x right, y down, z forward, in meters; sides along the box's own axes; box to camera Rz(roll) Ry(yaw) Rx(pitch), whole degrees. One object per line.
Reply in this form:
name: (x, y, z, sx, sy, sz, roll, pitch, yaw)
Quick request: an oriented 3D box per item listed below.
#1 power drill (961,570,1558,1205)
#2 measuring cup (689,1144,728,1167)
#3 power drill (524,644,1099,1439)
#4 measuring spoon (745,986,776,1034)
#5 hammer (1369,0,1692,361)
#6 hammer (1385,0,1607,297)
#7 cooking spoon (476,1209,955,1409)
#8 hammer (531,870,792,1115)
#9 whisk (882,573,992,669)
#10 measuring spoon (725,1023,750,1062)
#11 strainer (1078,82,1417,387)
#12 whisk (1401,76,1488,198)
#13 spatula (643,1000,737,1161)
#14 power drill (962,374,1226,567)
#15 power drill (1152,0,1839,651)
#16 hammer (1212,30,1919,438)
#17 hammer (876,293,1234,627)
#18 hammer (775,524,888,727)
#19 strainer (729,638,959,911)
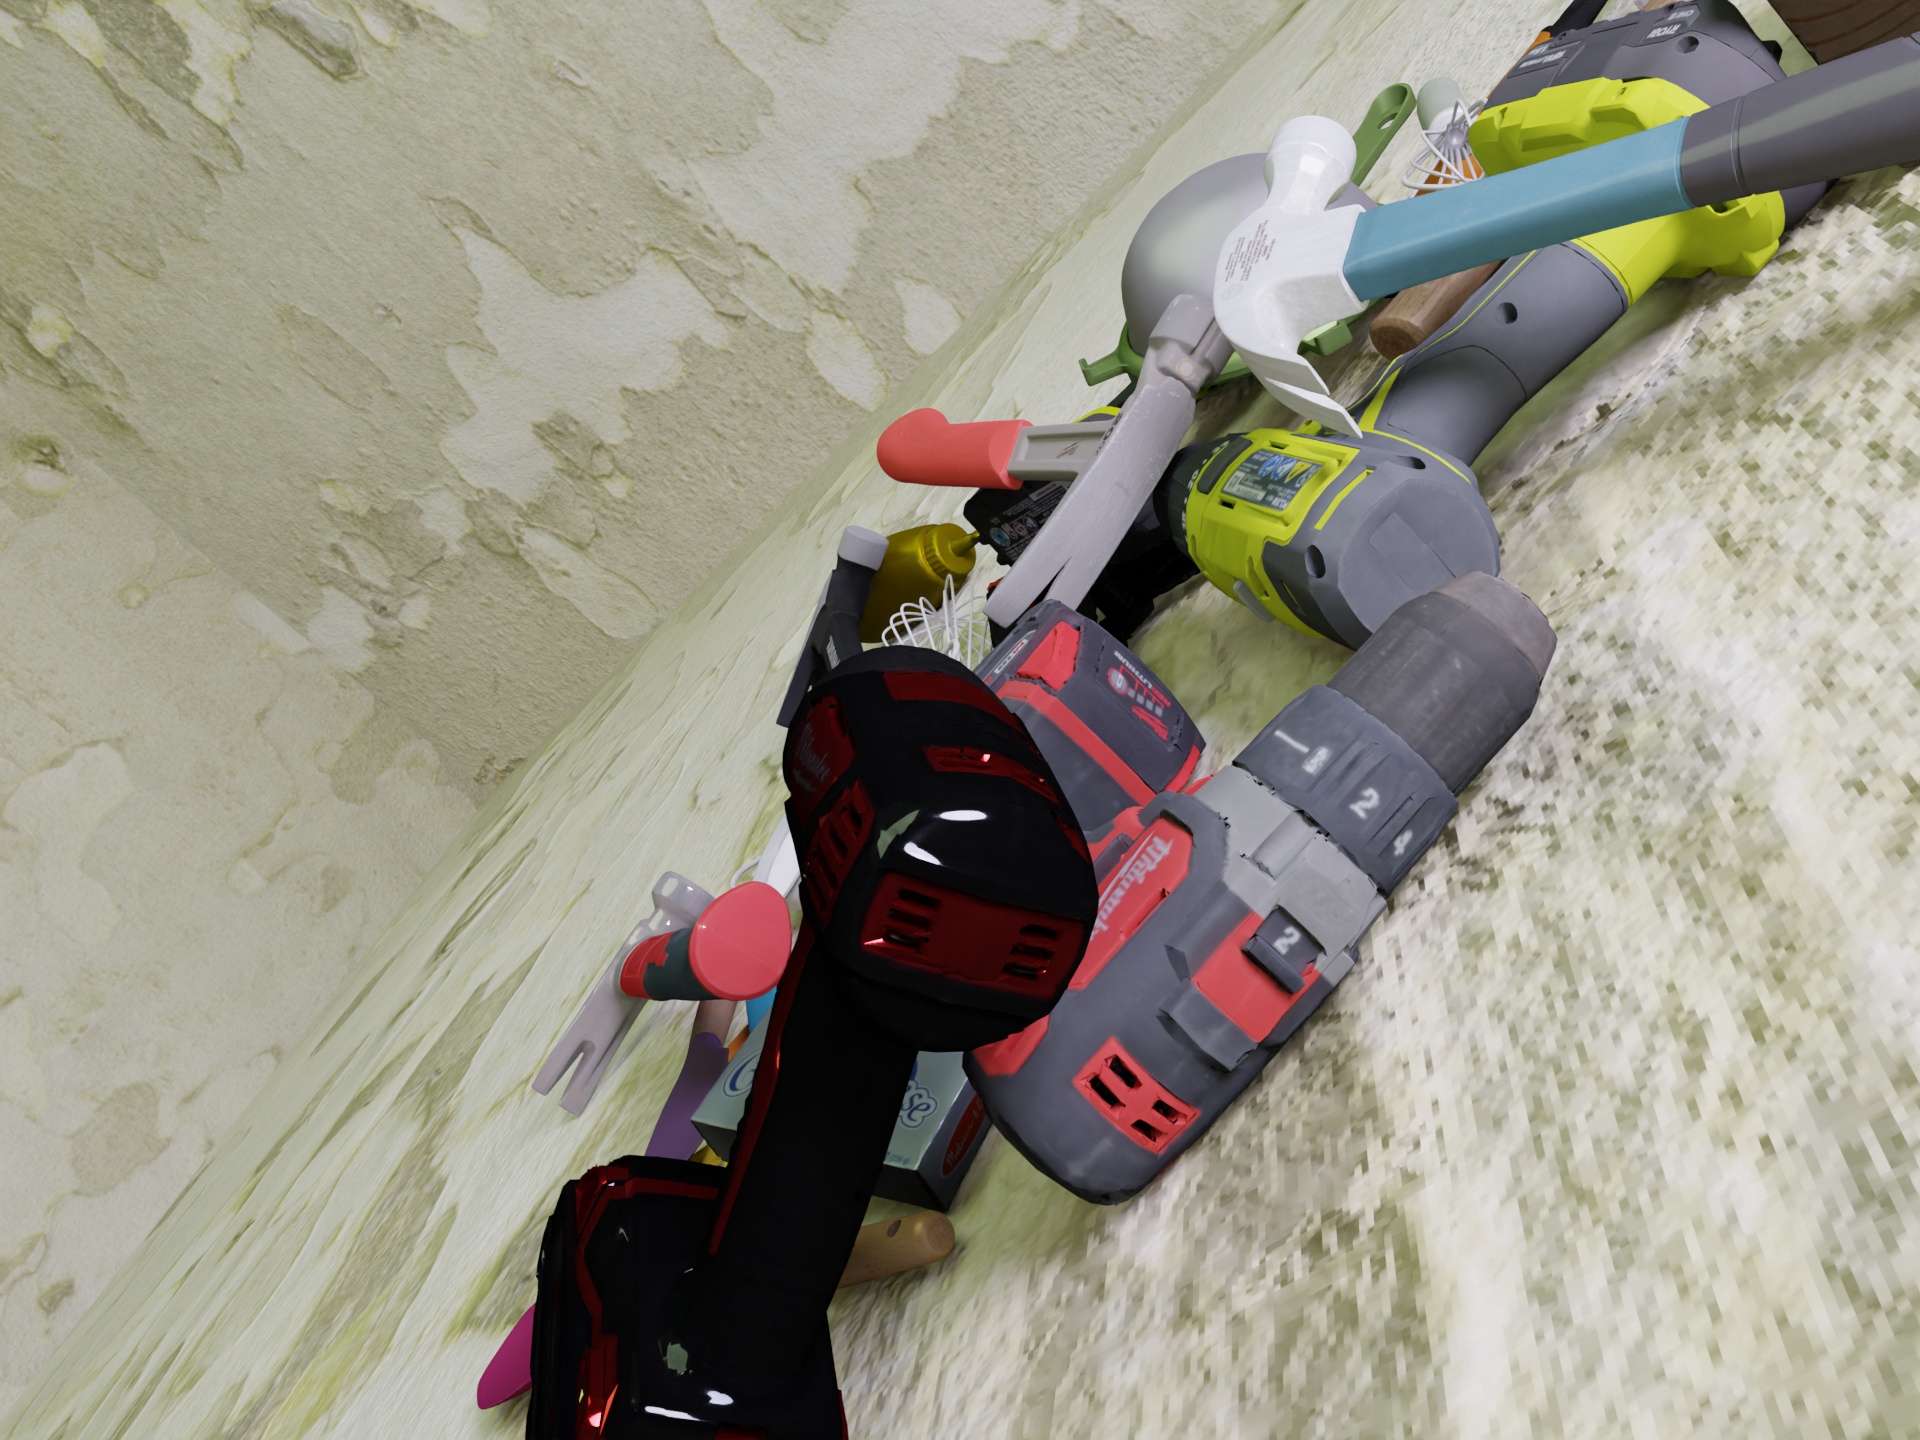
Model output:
power drill: (0.061, 0.023, 0.482, 0.188, 0.080, 0.227, -48, 17, 0)
measuring cup: (-0.087, 0.175, 0.601, 0.156, 0.029, 0.062, -41, 15, 34)
power drill: (-0.040, 0.088, 0.404, 0.143, 0.078, 0.219, -117, 47, -64)
measuring spoon: (-0.089, 0.134, 0.670, 0.042, 0.021, 0.129, -54, 23, 14)
hammer: (0.295, -0.289, 0.731, 0.331, 0.031, 0.130, -50, 15, -10)
hammer: (0.303, -0.345, 0.852, 0.337, 0.034, 0.127, -52, 16, -19)
cooking spoon: (-0.100, 0.207, 0.564, 0.319, 0.017, 0.069, -33, 17, 45)
hammer: (-0.141, 0.126, 0.737, 0.143, 0.038, 0.386, -58, 9, -16)
whisk: (-0.001, -0.001, 0.778, 0.070, 0.070, 0.285, -43, 20, 14)
measuring spoon: (-0.092, 0.133, 0.751, 0.117, 0.011, 0.021, -47, 14, 0)
strainer: (0.162, -0.266, 0.787, 0.151, 0.069, 0.256, 4, 48, 44)
whisk: (0.228, -0.267, 0.727, 0.059, 0.057, 0.246, -5, 27, 15)
spatula: (-0.116, 0.142, 0.730, 0.060, 0.018, 0.316, -51, 8, 6)
power drill: (0.113, -0.174, 0.862, 0.223, 0.080, 0.171, -51, 14, -27)
power drill: (0.168, -0.130, 0.561, 0.228, 0.080, 0.191, -48, 20, 3)
hammer: (0.207, -0.152, 0.418, 0.331, 0.033, 0.128, -4, 55, 45)
hammer: (0.012, -0.121, 0.771, 0.149, 0.036, 0.359, -57, 19, -2)
hammer: (-0.066, -0.012, 0.965, 0.335, 0.035, 0.146, -115, 44, -68)
strainer: (-0.051, 0.034, 0.756, 0.258, 0.050, 0.087, -51, 19, 51)
